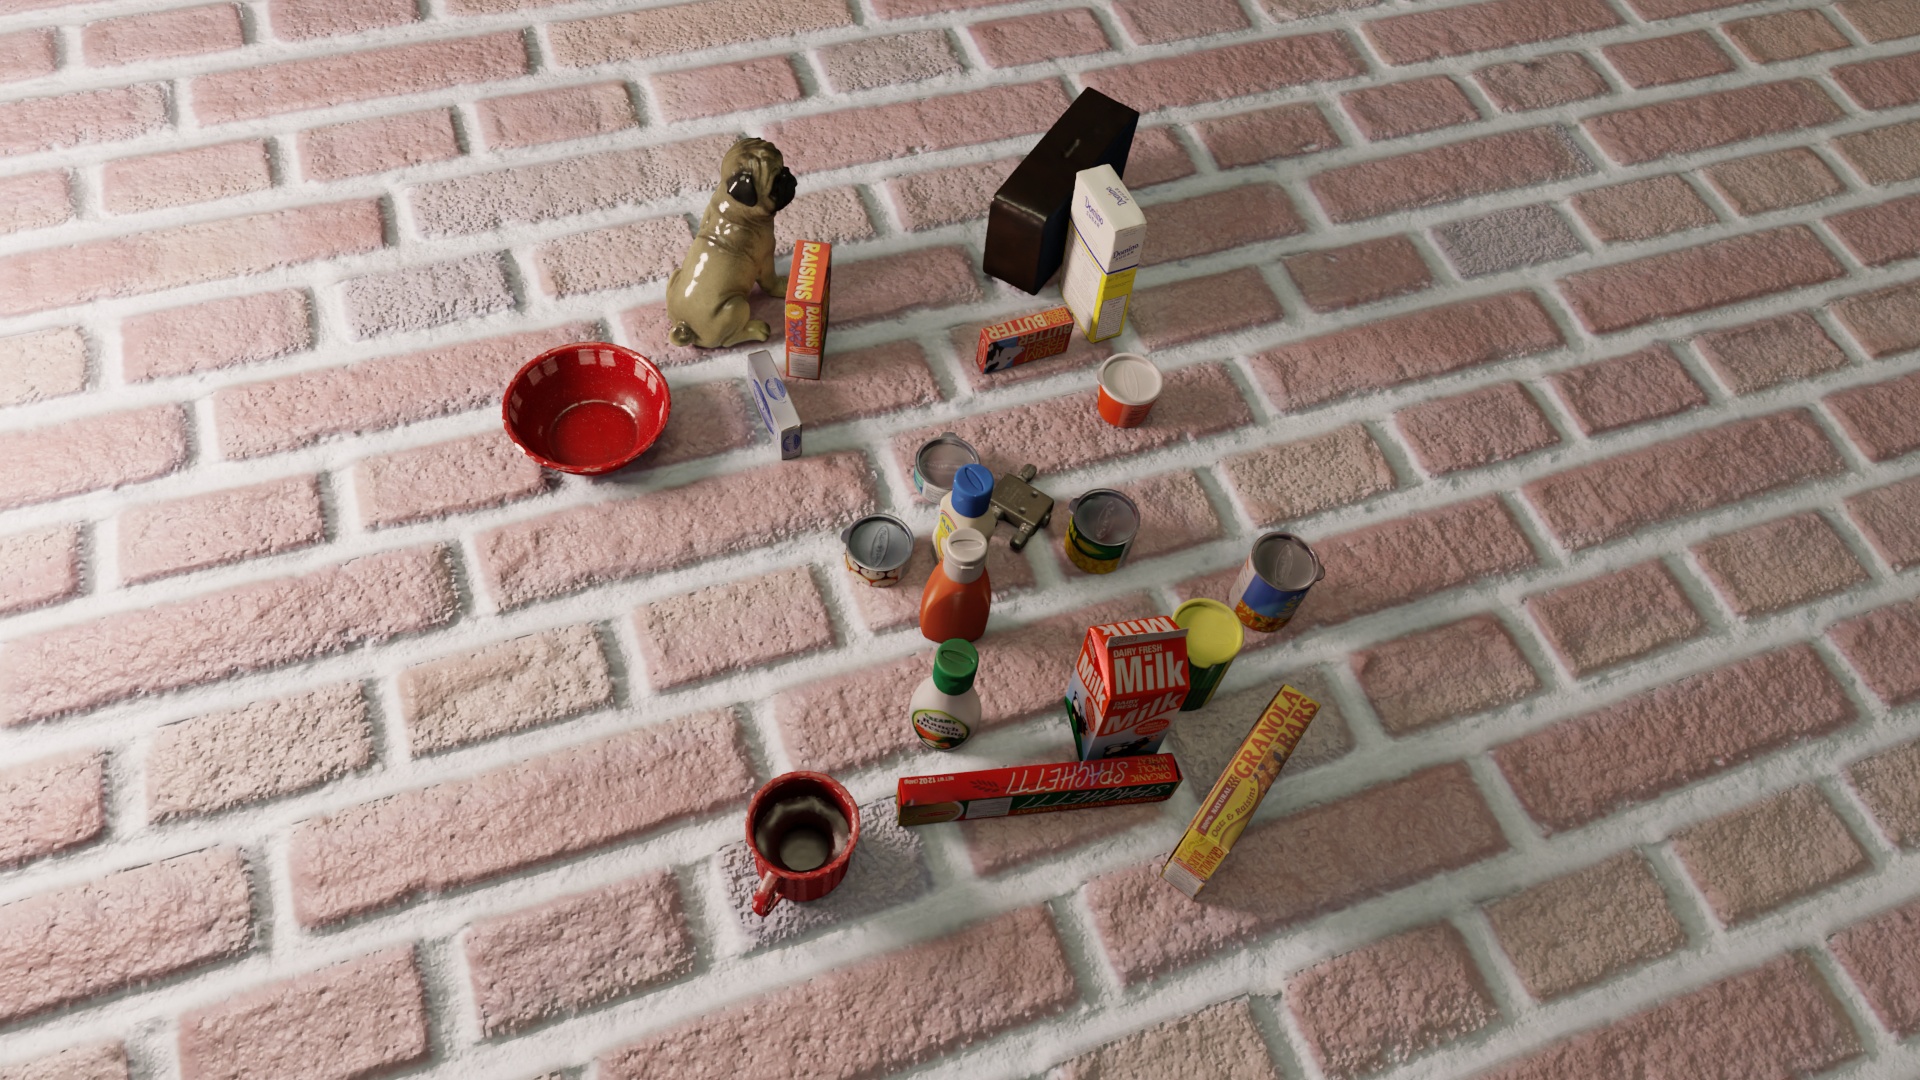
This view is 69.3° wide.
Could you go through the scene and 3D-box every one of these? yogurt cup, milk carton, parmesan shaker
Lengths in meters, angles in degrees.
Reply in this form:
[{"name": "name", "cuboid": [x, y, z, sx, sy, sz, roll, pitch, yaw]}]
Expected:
[{"name": "yogurt cup", "cuboid": [0.176, -0.156, 1.468, 0.072, 0.053, 0.073, 3, 57, -5]}, {"name": "milk carton", "cuboid": [0.145, 0.125, 1.204, 0.072, 0.189, 0.074, -7, 59, -11]}, {"name": "parmesan shaker", "cuboid": [0.213, 0.109, 1.275, 0.071, 0.102, 0.071, 3, 58, -5]}]

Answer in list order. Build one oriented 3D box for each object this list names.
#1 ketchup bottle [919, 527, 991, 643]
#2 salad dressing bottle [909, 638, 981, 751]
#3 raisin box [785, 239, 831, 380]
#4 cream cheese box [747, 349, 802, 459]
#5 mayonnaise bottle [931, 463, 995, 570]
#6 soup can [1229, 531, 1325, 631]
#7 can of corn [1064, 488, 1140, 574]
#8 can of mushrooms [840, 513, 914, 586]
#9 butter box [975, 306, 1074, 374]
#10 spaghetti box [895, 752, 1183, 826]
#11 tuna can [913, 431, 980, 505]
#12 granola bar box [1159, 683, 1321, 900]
[{"name": "ketchup bottle", "cuboid": [-0.001, 0.043, 1.264, 0.065, 0.148, 0.044, 0, 58, -7]}, {"name": "salad dressing bottle", "cuboid": [-0.010, 0.134, 1.205, 0.064, 0.147, 0.044, 18, 58, 5]}, {"name": "raisin box", "cuboid": [-0.157, -0.238, 1.439, 0.040, 0.122, 0.086, 7, 57, -2]}, {"name": "cream cheese box", "cuboid": [-0.189, -0.138, 1.413, 0.024, 0.053, 0.104, -18, 61, -17]}, {"name": "mayonnaise bottle", "cuboid": [0.005, -0.016, 1.303, 0.041, 0.147, 0.065, -26, 64, -21]}, {"name": "soup can", "cuboid": [0.304, 0.042, 1.339, 0.071, 0.083, 0.071, 3, 58, -5]}, {"name": "can of corn", "cuboid": [0.136, -0.009, 1.367, 0.071, 0.058, 0.071, 3, 58, -5]}, {"name": "can of mushrooms", "cuboid": [-0.081, 0.009, 1.344, 0.071, 0.033, 0.071, 3, 57, -5]}, {"name": "butter box", "cuboid": [0.069, -0.215, 1.493, 0.104, 0.052, 0.024, -17, 62, -17]}, {"name": "spaghetti box", "cuboid": [0.068, 0.219, 1.219, 0.250, 0.050, 0.029, -4, 58, -9]}, {"name": "tuna can", "cuboid": [-0.014, -0.072, 1.404, 0.071, 0.032, 0.071, 3, 57, -5]}, {"name": "granola bar box", "cuboid": [0.239, 0.216, 1.197, 0.039, 0.123, 0.166, 33, 60, 14]}]
